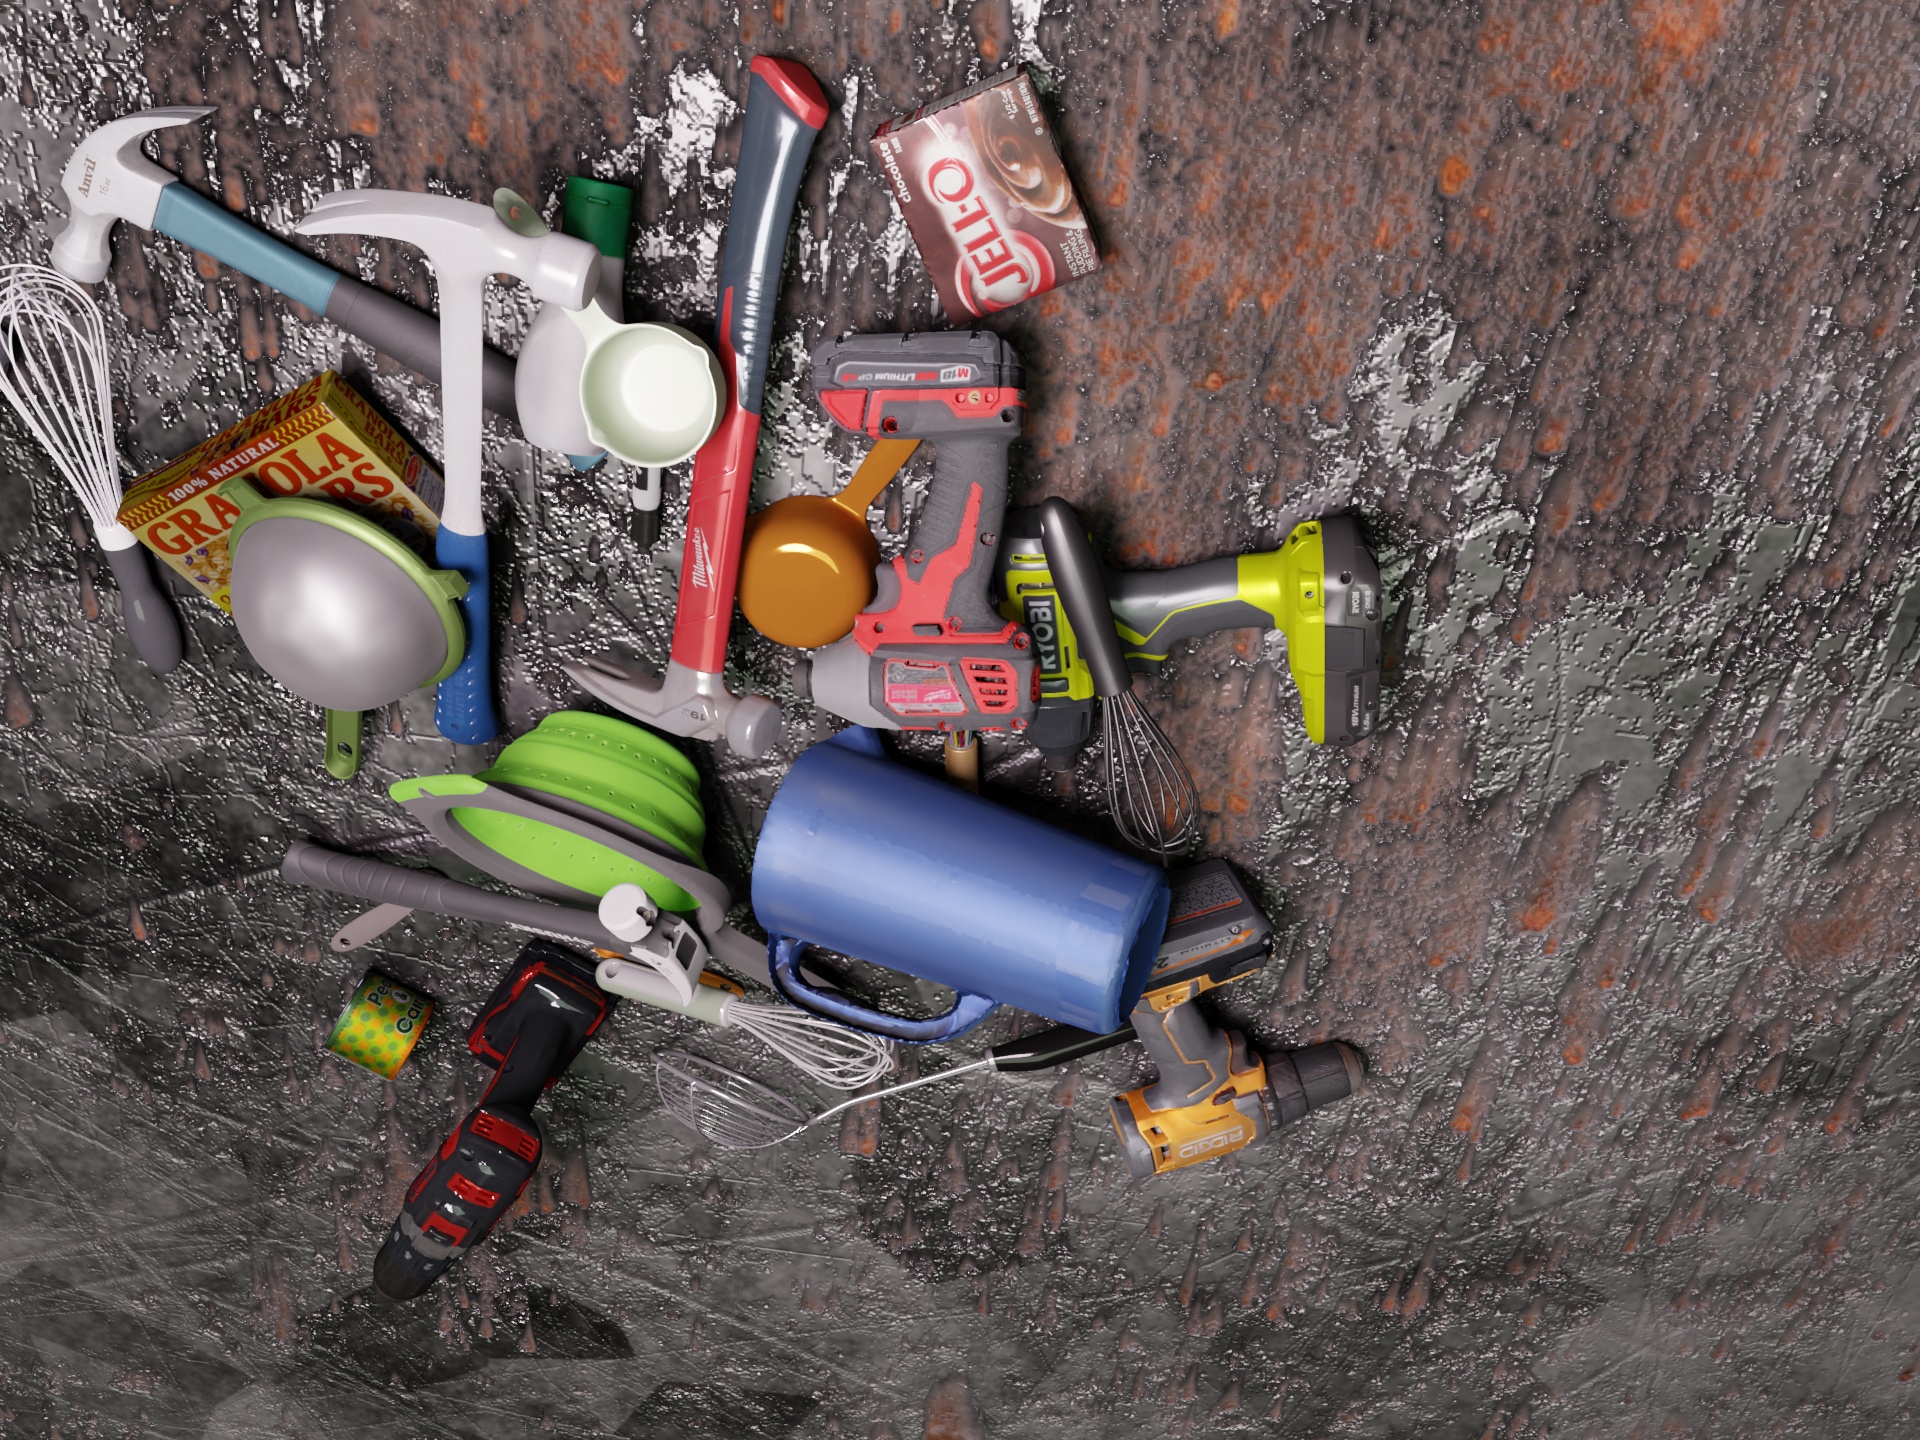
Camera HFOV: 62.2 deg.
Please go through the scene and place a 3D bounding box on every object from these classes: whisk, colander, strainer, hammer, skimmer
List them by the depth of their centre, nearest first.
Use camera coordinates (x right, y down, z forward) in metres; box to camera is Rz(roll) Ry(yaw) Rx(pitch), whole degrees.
[{"bbox_3d":[-0.144,-0.174,0.905,0.143,0.038,0.386,20,114,19],"label":"hammer"},{"bbox_3d":[-0.290,-0.123,0.910,0.144,0.035,0.405,18,139,-3],"label":"hammer"},{"bbox_3d":[-0.349,-0.237,0.918,0.331,0.033,0.128,28,121,-12],"label":"hammer"},{"bbox_3d":[0.089,-0.019,0.923,0.055,0.055,0.238,-15,112,15],"label":"whisk"},{"bbox_3d":[-0.529,-0.144,0.978,0.070,0.070,0.284,3,129,4],"label":"whisk"},{"bbox_3d":[-0.392,-0.023,0.978,0.151,0.069,0.256,24,139,-3],"label":"strainer"},{"bbox_3d":[-0.003,-0.002,1.023,0.051,0.047,0.244,1,125,4],"label":"whisk"},{"bbox_3d":[-0.182,0.097,1.077,0.204,0.094,0.396,-7,146,44],"label":"colander"},{"bbox_3d":[-0.325,0.127,1.083,0.335,0.035,0.146,9,154,22],"label":"hammer"},{"bbox_3d":[-0.155,0.205,1.114,0.246,0.058,0.059,11,148,24],"label":"whisk"},{"bbox_3d":[-0.043,0.237,1.166,0.363,0.127,0.090,-16,79,2],"label":"skimmer"}]

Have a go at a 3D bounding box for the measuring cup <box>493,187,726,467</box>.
[{"bbox_3d":[-0.190,-0.214,0.854,0.083,0.038,0.167,-33,99,18],"label":"measuring cup"}]

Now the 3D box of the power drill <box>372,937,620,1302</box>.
[{"bbox_3d":[-0.334,0.285,1.124,0.080,0.227,0.188,32,119,-14],"label":"power drill"}]

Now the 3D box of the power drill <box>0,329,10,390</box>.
[{"bbox_3d":[-0.689,-0.180,0.961,0.164,0.084,0.226,37,122,-16],"label":"power drill"}]

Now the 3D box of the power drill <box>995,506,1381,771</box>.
[{"bbox_3d":[0.137,-0.046,0.964,0.223,0.080,0.171,-1,121,11],"label":"power drill"}]

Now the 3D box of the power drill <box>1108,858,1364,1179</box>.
[{"bbox_3d":[0.184,0.209,1.106,0.185,0.084,0.226,-16,121,-4],"label":"power drill"}]

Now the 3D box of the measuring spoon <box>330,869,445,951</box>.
[{"bbox_3d":[-0.423,0.147,1.170,0.124,0.018,0.034,-30,115,22],"label":"measuring spoon"}]

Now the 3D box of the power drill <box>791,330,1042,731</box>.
[{"bbox_3d":[-0.027,-0.102,0.893,0.143,0.078,0.219,0,99,9],"label":"power drill"}]

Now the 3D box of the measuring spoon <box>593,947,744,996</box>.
[{"bbox_3d":[-0.215,0.182,1.178,0.117,0.011,0.021,21,127,-11],"label":"measuring spoon"}]

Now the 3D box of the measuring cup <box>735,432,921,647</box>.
[{"bbox_3d":[-0.071,-0.115,0.952,0.095,0.052,0.173,33,121,-14],"label":"measuring cup"}]
